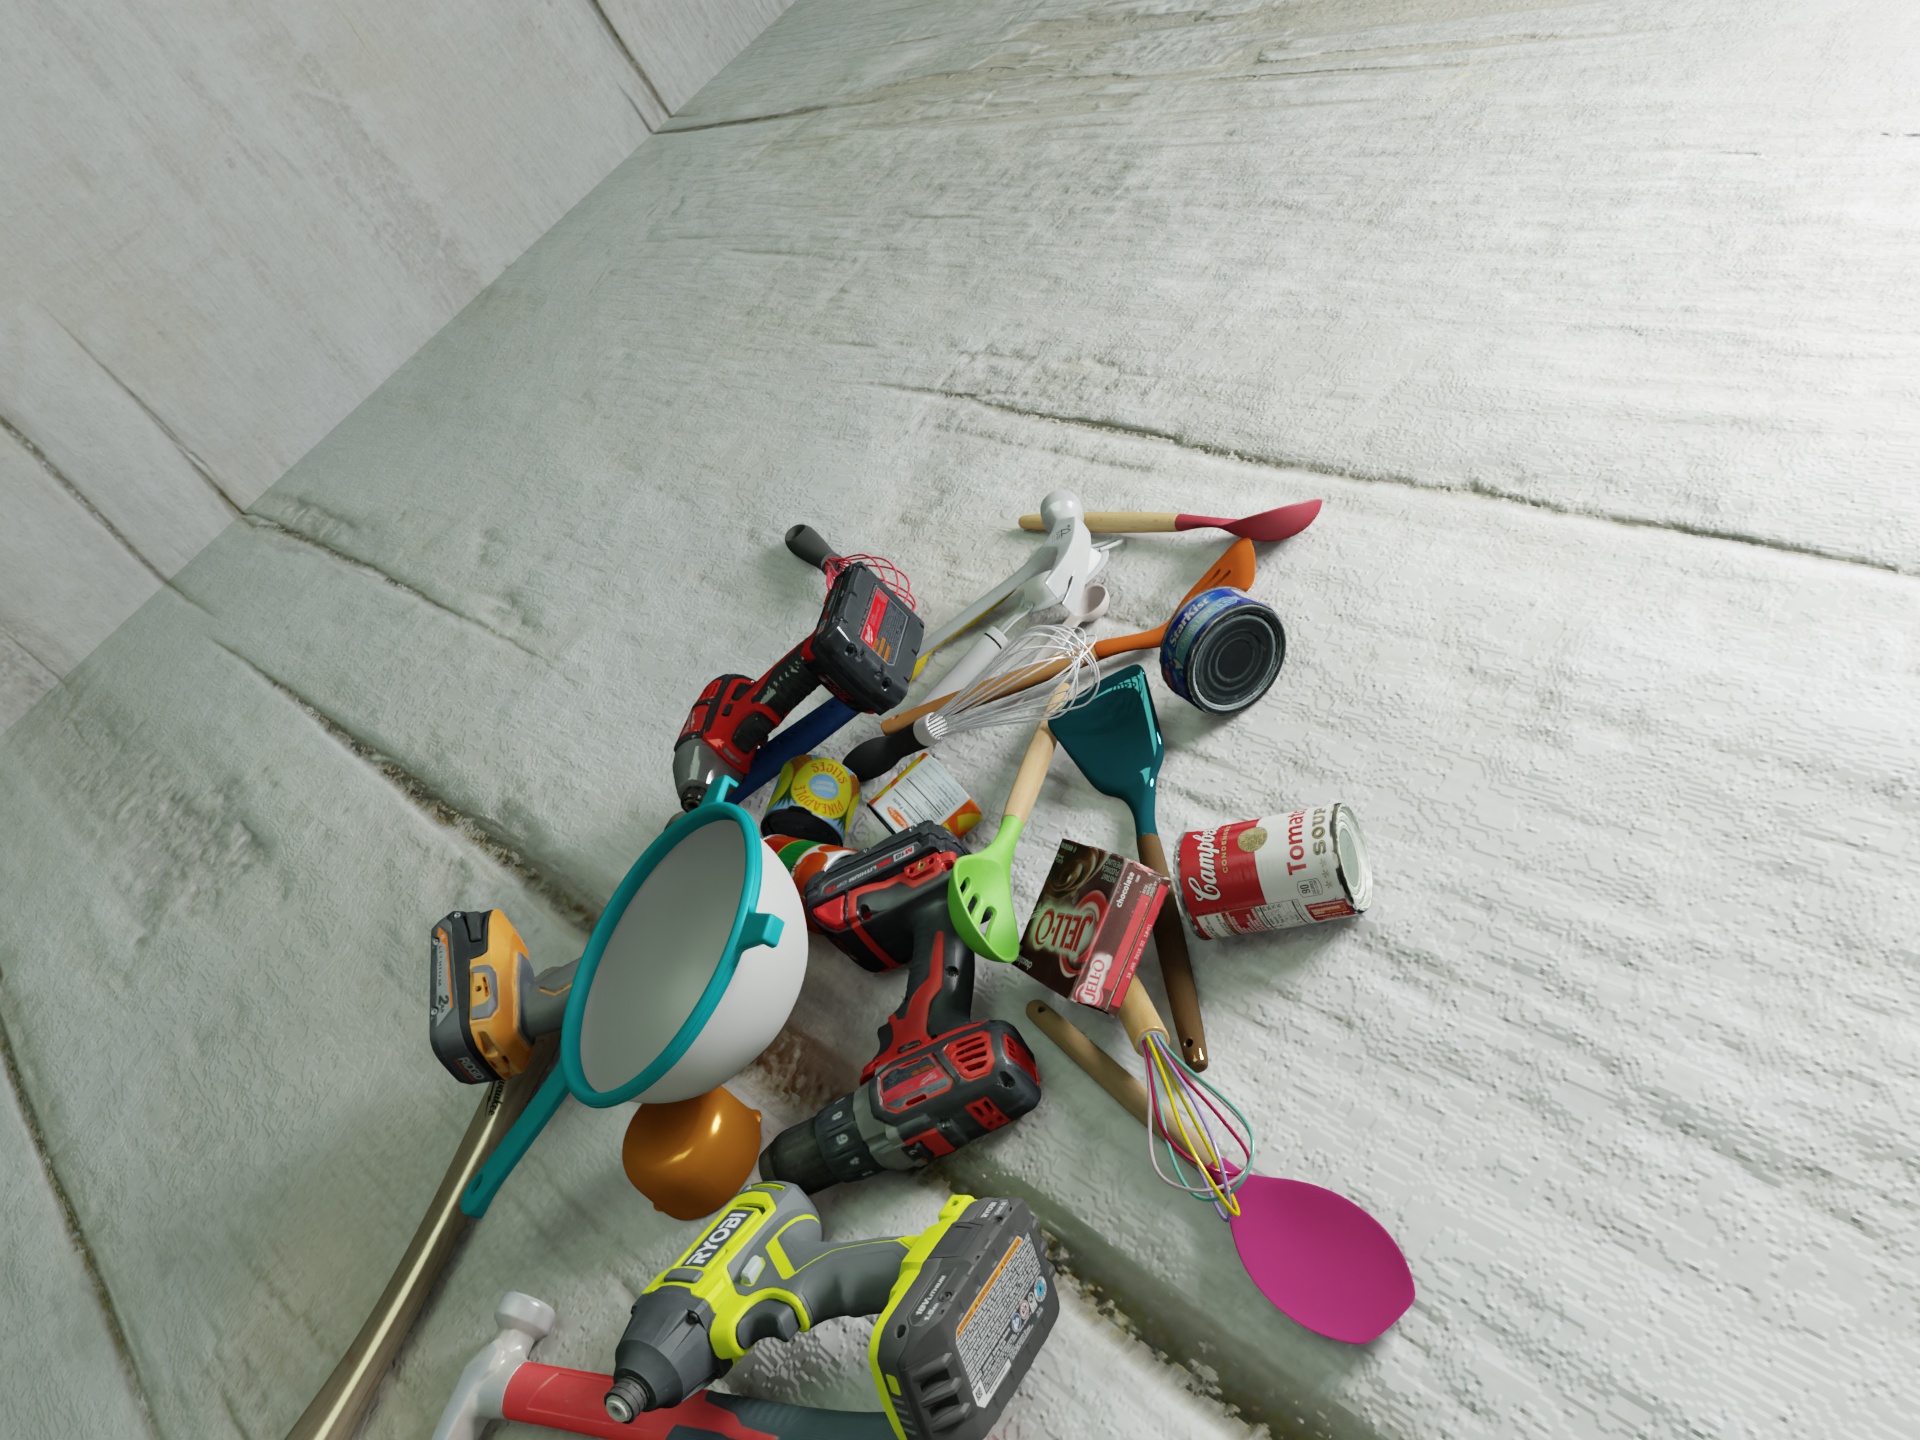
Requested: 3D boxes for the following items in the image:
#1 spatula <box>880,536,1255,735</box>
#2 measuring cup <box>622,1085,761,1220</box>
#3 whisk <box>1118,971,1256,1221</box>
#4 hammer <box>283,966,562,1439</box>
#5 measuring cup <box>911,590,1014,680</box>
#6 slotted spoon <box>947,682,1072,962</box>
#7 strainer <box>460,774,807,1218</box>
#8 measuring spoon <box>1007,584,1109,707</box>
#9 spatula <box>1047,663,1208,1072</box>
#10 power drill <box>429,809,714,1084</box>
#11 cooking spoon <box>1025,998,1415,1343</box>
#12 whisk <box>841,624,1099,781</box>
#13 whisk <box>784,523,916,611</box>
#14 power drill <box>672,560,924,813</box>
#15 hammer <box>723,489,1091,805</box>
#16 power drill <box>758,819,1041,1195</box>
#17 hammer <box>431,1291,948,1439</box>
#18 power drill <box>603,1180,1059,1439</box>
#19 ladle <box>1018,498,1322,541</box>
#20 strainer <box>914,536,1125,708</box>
[{"bbox_3d":[0.079,-0.052,1.214,0.322,0.041,0.081,-20,28,18],"label":"spatula"},{"bbox_3d":[-0.203,0.266,1.101,0.095,0.052,0.174,-41,38,-6],"label":"measuring cup"},{"bbox_3d":[0.113,0.191,0.897,0.051,0.047,0.245,-61,19,15],"label":"whisk"},{"bbox_3d":[-0.366,0.358,1.152,0.146,0.038,0.411,-6,47,34],"label":"hammer"},{"bbox_3d":[-0.019,-0.081,1.341,0.156,0.029,0.062,-35,35,13],"label":"measuring cup"},{"bbox_3d":[0.042,0.058,1.091,0.031,0.070,0.314,-27,21,29],"label":"slotted spoon"},{"bbox_3d":[-0.204,0.216,1.058,0.340,0.095,0.211,-52,30,12],"label":"strainer"},{"bbox_3d":[0.079,-0.055,1.258,0.124,0.018,0.034,-53,34,-9],"label":"measuring spoon"},{"bbox_3d":[0.119,0.092,1.032,0.082,0.044,0.318,-31,37,20],"label":"spatula"},{"bbox_3d":[-0.273,0.165,1.190,0.226,0.084,0.186,-14,52,-1],"label":"power drill"},{"bbox_3d":[0.127,0.236,0.887,0.069,0.017,0.319,-34,34,-16],"label":"cooking spoon"},{"bbox_3d":[-0.002,-0.003,1.187,0.284,0.070,0.070,-27,33,44],"label":"whisk"},{"bbox_3d":[-0.113,-0.139,1.475,0.073,0.073,0.296,-40,30,-4],"label":"whisk"},{"bbox_3d":[-0.137,-0.015,1.229,0.219,0.078,0.143,-33,25,29],"label":"power drill"},{"bbox_3d":[-0.063,-0.032,1.272,0.405,0.035,0.144,-35,26,18],"label":"hammer"},{"bbox_3d":[-0.051,0.193,1.039,0.188,0.080,0.227,-27,40,14],"label":"power drill"},{"bbox_3d":[-0.160,0.417,0.911,0.386,0.038,0.143,-8,46,34],"label":"hammer"},{"bbox_3d":[-0.075,0.325,0.870,0.223,0.080,0.171,-10,17,32],"label":"power drill"},{"bbox_3d":[0.157,-0.161,1.289,0.069,0.031,0.315,-12,13,-40],"label":"ladle"},{"bbox_3d":[0.033,-0.074,1.293,0.258,0.050,0.087,-47,21,-8],"label":"strainer"}]
